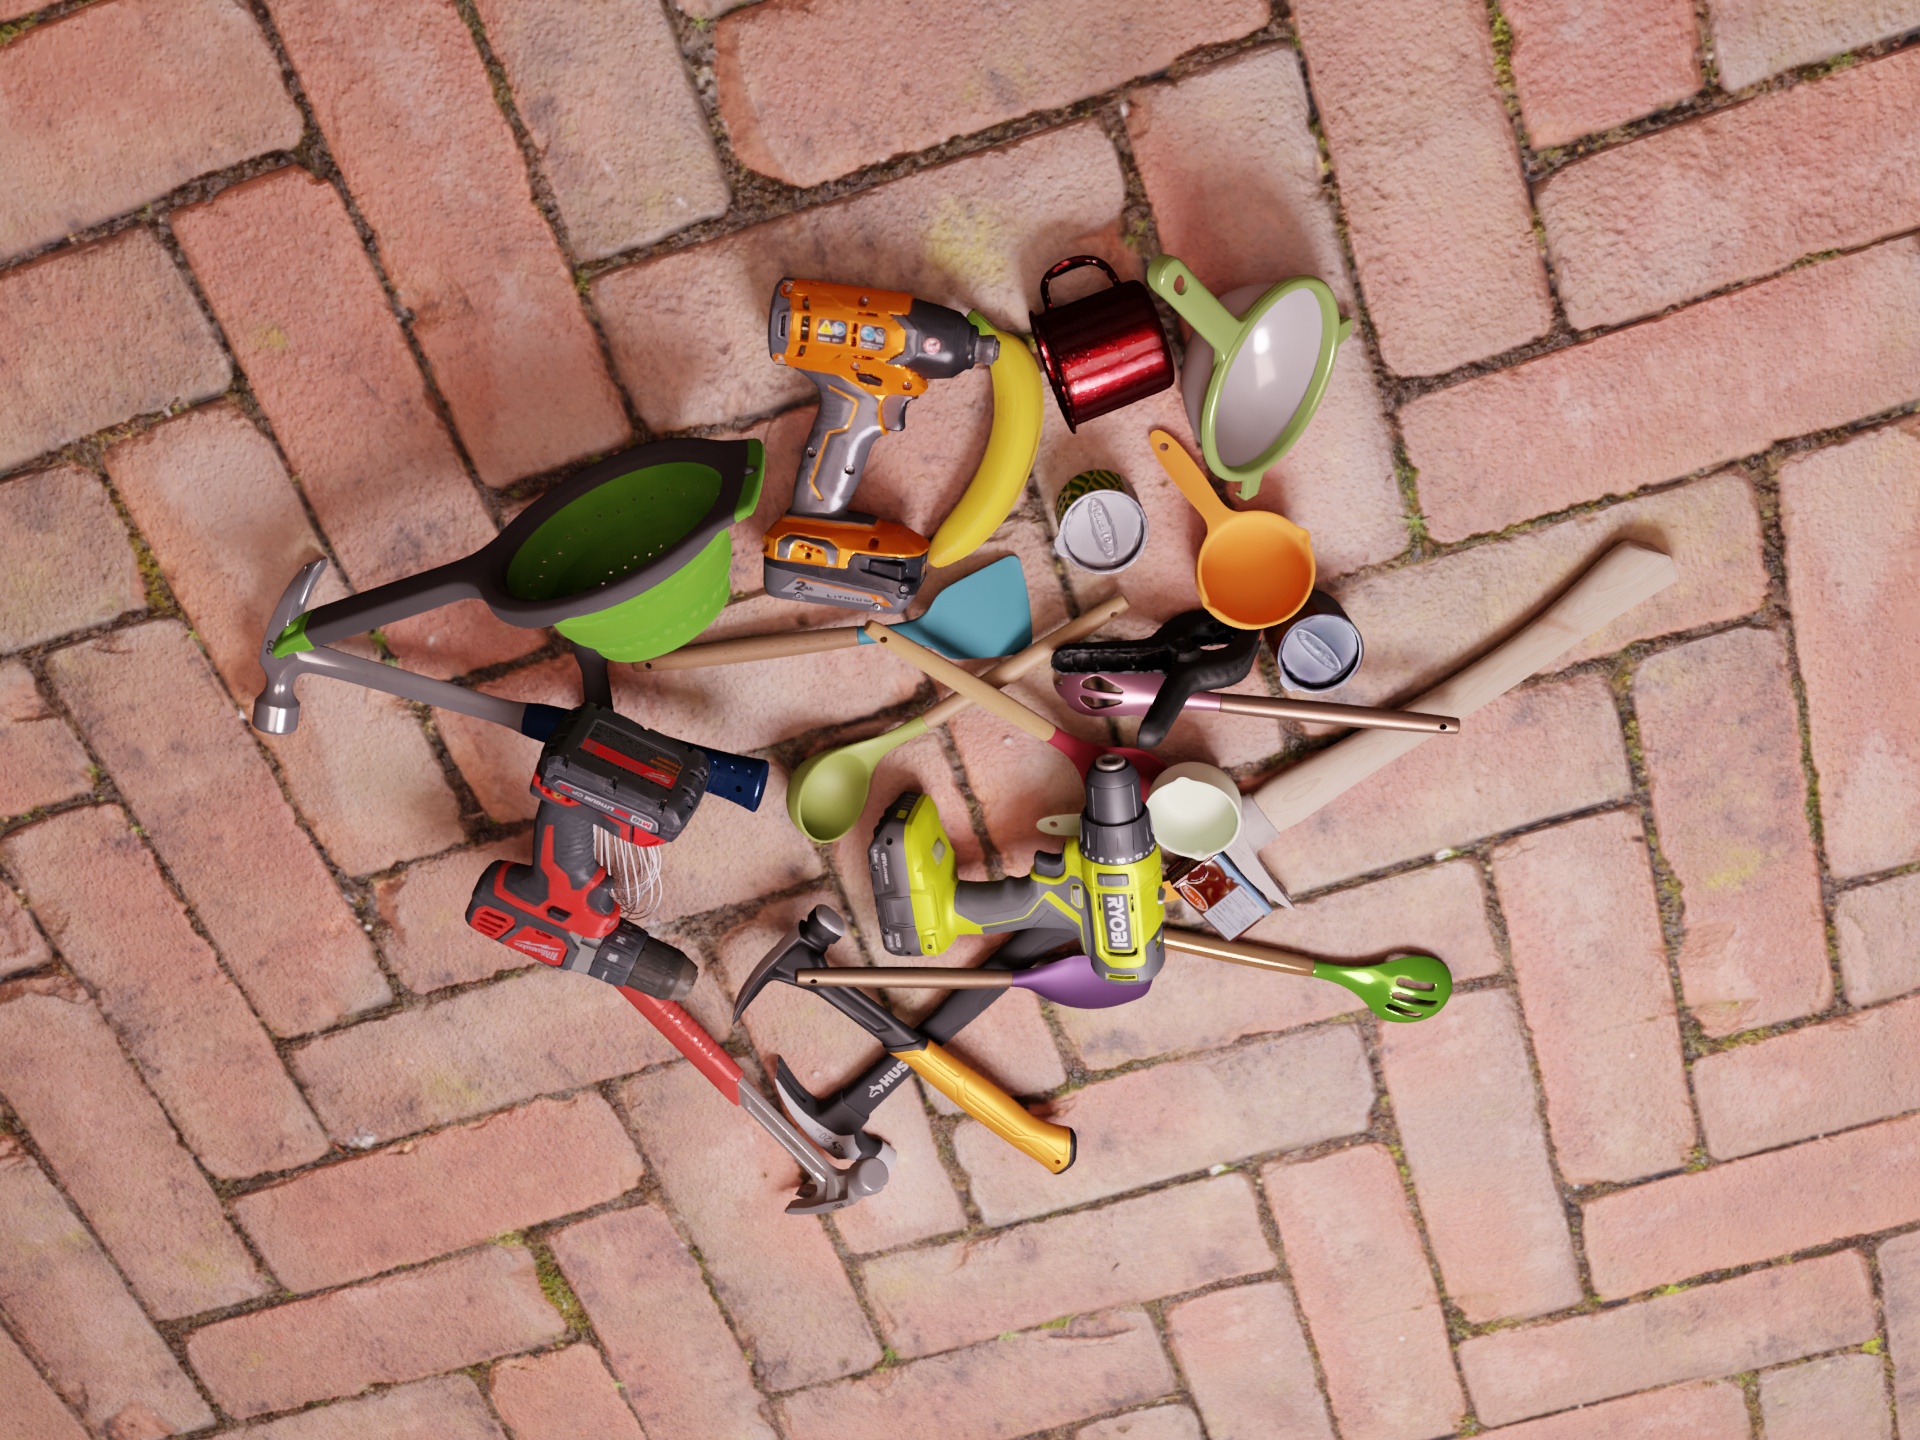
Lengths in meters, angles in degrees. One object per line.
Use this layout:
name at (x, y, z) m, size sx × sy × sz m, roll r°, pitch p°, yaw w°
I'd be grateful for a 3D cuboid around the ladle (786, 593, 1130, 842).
ladle at (-0.002, -0.004, 1.257) m, size 0.320 × 0.062 × 0.078 m, roll -31°, pitch 139°, yaw 12°

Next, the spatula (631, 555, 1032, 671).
spatula at (-0.104, -0.066, 1.254) m, size 0.317 × 0.044 × 0.082 m, roll -7°, pitch 115°, yaw 7°

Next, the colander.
colander at (-0.310, -0.087, 1.162) m, size 0.397 × 0.205 × 0.094 m, roll -16°, pitch 127°, yaw 11°

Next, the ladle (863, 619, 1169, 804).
ladle at (0.050, 0.000, 1.242) m, size 0.315 × 0.031 × 0.069 m, roll 30°, pitch 115°, yaw -29°

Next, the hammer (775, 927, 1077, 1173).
hammer at (-0.018, 0.261, 1.389) m, size 0.146 × 0.035 × 0.334 m, roll 40°, pitch 107°, yaw -17°

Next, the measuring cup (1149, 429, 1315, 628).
measuring cup at (0.197, -0.146, 1.211) m, size 0.095 × 0.052 × 0.173 m, roll -36°, pitch 85°, yaw 2°

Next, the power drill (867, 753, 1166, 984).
power drill at (0.048, 0.115, 1.270) m, size 0.228 × 0.080 × 0.190 m, roll 0°, pitch 117°, yaw 16°

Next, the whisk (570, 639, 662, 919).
whisk at (-0.283, 0.032, 1.279) m, size 0.070 × 0.070 × 0.284 m, roll -3°, pitch 109°, yaw 1°

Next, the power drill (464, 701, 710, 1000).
power drill at (-0.264, 0.115, 1.217) m, size 0.188 × 0.080 × 0.226 m, roll 26°, pitch 124°, yaw -7°

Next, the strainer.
strainer at (0.172, -0.262, 1.088) m, size 0.256 × 0.069 × 0.151 m, roll 21°, pitch 100°, yaw -55°

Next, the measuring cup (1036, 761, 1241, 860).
measuring cup at (0.144, 0.071, 1.278) m, size 0.167 × 0.038 × 0.083 m, roll -5°, pitch 123°, yaw 22°

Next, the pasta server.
pasta server at (0.231, -0.015, 1.250) m, size 0.316 × 0.040 × 0.060 m, roll 6°, pitch 114°, yaw 3°

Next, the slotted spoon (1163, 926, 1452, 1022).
slotted spoon at (0.278, 0.211, 1.375) m, size 0.313 × 0.031 × 0.070 m, roll 13°, pitch 113°, yaw -4°

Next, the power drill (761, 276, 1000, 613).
power drill at (-0.062, -0.198, 1.159) m, size 0.164 × 0.084 × 0.226 m, roll 8°, pitch 110°, yaw 4°

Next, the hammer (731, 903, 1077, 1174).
hammer at (-0.034, 0.296, 1.366) m, size 0.336 × 0.034 × 0.127 m, roll 39°, pitch 107°, yaw -17°

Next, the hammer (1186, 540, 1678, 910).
hammer at (0.388, -0.003, 1.277) m, size 0.410 × 0.038 × 0.146 m, roll -34°, pitch 111°, yaw 13°

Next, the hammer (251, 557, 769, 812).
hammer at (-0.346, -0.010, 1.230) m, size 0.405 × 0.035 × 0.144 m, roll 16°, pitch 105°, yaw 2°

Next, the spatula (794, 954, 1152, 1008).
spatula at (0.017, 0.217, 1.329) m, size 0.315 × 0.018 × 0.059 m, roll 4°, pitch 119°, yaw -18°

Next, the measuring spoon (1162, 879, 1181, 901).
measuring spoon at (0.161, 0.147, 1.356) m, size 0.117 × 0.011 × 0.021 m, roll -14°, pitch 117°, yaw 2°

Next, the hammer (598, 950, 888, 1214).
hammer at (-0.222, 0.297, 1.385) m, size 0.359 × 0.037 × 0.149 m, roll 48°, pitch 139°, yaw -11°
